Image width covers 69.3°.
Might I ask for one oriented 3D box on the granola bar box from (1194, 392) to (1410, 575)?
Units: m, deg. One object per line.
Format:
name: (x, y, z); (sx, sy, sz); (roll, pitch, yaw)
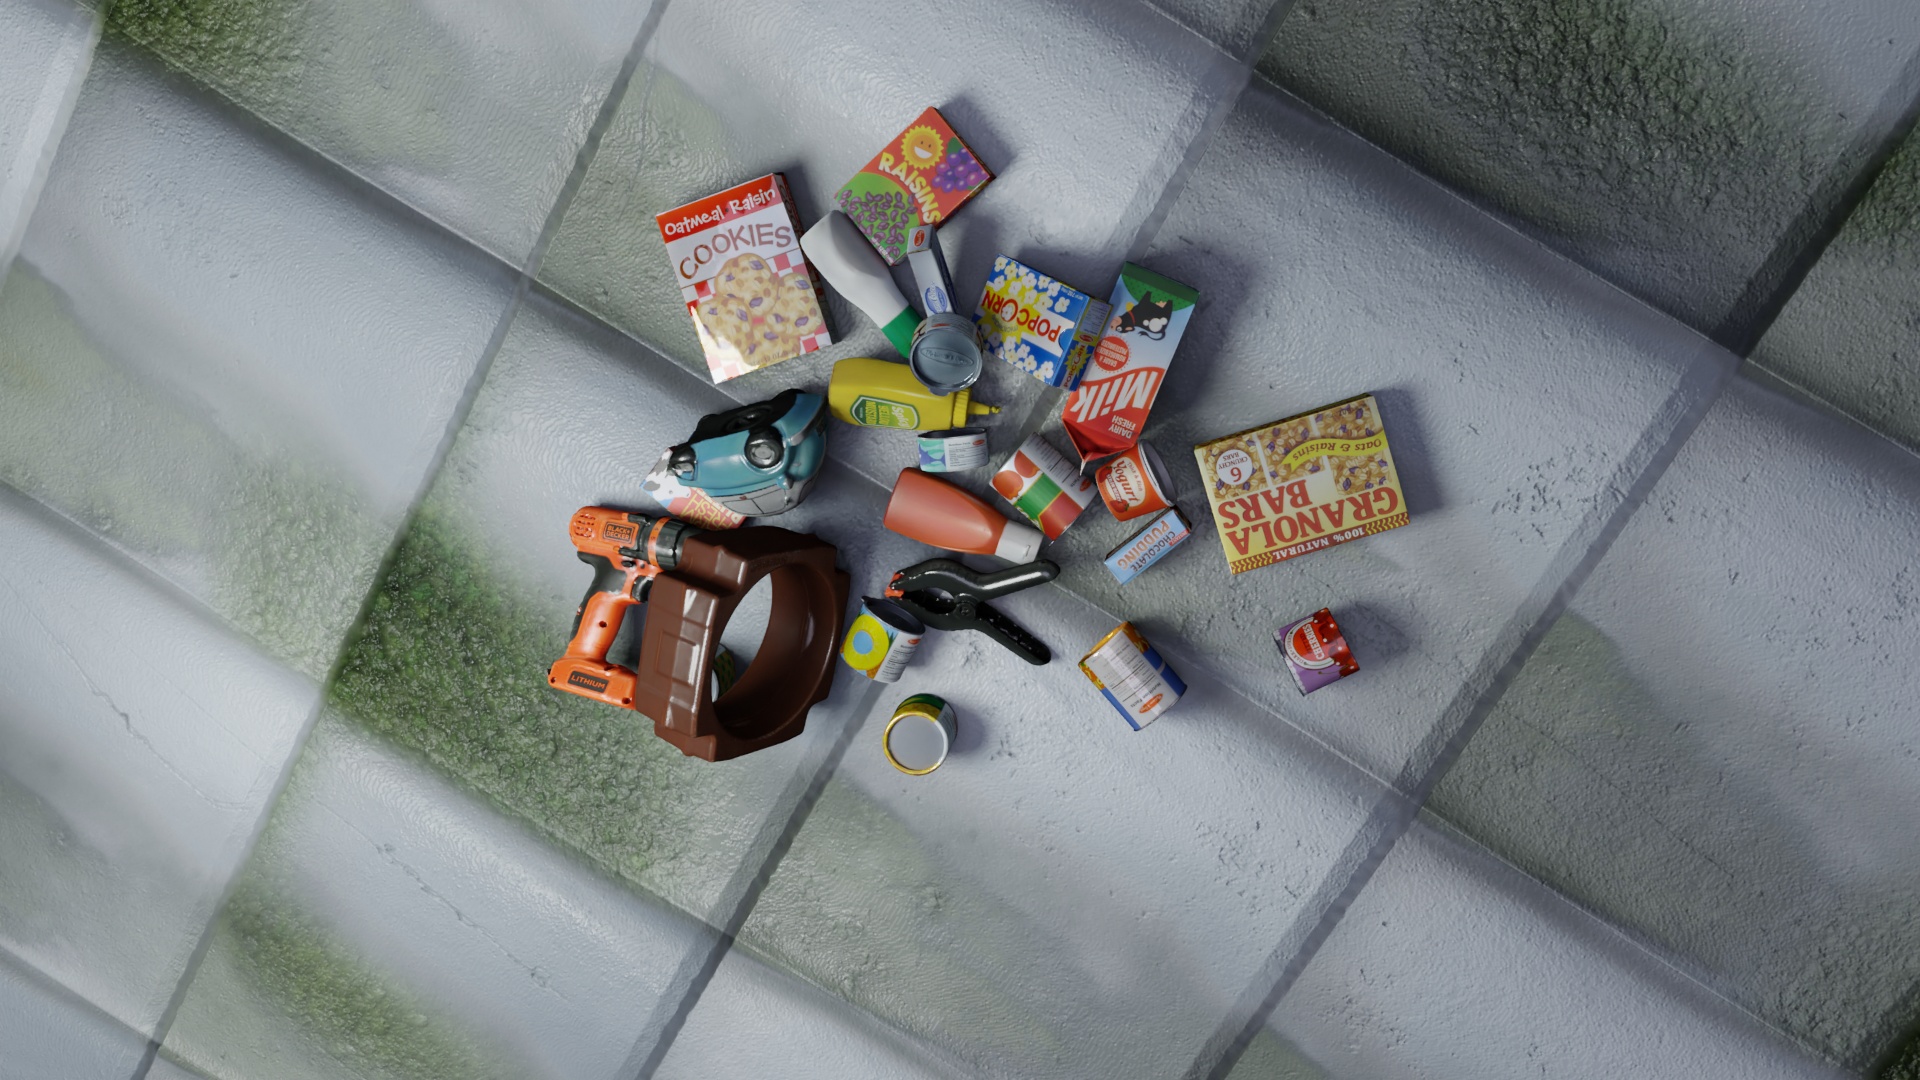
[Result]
granola bar box: (0.311, -0.052, 1.273); (0.165, 0.039, 0.124); (-17, 97, 11)

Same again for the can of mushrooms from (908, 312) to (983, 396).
can of mushrooms: (-0.013, -0.168, 1.251); (0.071, 0.034, 0.070); (3, 128, 3)

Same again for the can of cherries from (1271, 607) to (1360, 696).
can of cherries: (0.328, 0.102, 1.283); (0.058, 0.071, 0.071); (-27, 96, 12)

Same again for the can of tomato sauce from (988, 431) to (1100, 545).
can of tomato sauce: (0.077, -0.049, 1.294); (0.083, 0.071, 0.071); (42, 104, 0)

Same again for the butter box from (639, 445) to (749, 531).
butter box: (-0.258, -0.042, 1.365); (0.103, 0.024, 0.053); (38, 104, 0)

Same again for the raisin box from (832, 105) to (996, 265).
raisin box: (-0.042, -0.324, 1.274); (0.123, 0.040, 0.086); (-40, 92, 14)

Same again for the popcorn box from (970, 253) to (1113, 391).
popcorn box: (0.068, -0.196, 1.247); (0.127, 0.038, 0.085); (35, 107, 42)

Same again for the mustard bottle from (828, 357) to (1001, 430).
mustard bottle: (-0.041, -0.132, 1.296); (0.160, 0.065, 0.049); (8, 60, 4)

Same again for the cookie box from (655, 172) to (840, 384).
cookie box: (-0.200, -0.247, 1.311); (0.123, 0.040, 0.167); (-17, 99, 11)

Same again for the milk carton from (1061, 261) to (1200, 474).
milk carton: (0.146, -0.151, 1.261); (0.073, 0.072, 0.190); (23, 103, 3)

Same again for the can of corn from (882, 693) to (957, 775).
can of corn: (-0.042, 0.190, 1.359); (0.071, 0.058, 0.071); (1, 101, 8)

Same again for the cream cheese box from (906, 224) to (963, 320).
cream cheese box: (-0.022, -0.229, 1.261); (0.024, 0.054, 0.103); (-12, 125, 11)

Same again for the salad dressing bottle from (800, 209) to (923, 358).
salad dressing bottle: (-0.084, -0.235, 1.287); (0.044, 0.064, 0.147); (-33, 102, 34)

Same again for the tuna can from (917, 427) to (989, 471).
tuna can: (-0.008, -0.086, 1.301); (0.071, 0.071, 0.032); (-4, 101, 9)

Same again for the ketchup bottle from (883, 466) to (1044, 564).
ketchup bottle: (0.005, -0.017, 1.321); (0.149, 0.043, 0.064); (21, 104, 4)

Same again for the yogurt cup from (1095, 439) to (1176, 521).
yogurt cup: (0.161, -0.052, 1.283); (0.054, 0.072, 0.072); (-27, 96, 20)

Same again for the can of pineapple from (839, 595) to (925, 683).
can of pineapple: (-0.077, 0.096, 1.344); (0.071, 0.071, 0.057); (28, 104, 2)

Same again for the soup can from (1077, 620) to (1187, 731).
soup can: (0.162, 0.127, 1.314); (0.071, 0.071, 0.084); (-42, 88, 13)

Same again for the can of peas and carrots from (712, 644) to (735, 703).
can of peas and carrots: (-0.264, 0.139, 1.382); (0.071, 0.059, 0.070); (2, 102, 8)

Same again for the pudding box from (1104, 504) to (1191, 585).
pudding box: (0.175, 0.004, 1.297); (0.083, 0.050, 0.030); (-39, 92, 13)
